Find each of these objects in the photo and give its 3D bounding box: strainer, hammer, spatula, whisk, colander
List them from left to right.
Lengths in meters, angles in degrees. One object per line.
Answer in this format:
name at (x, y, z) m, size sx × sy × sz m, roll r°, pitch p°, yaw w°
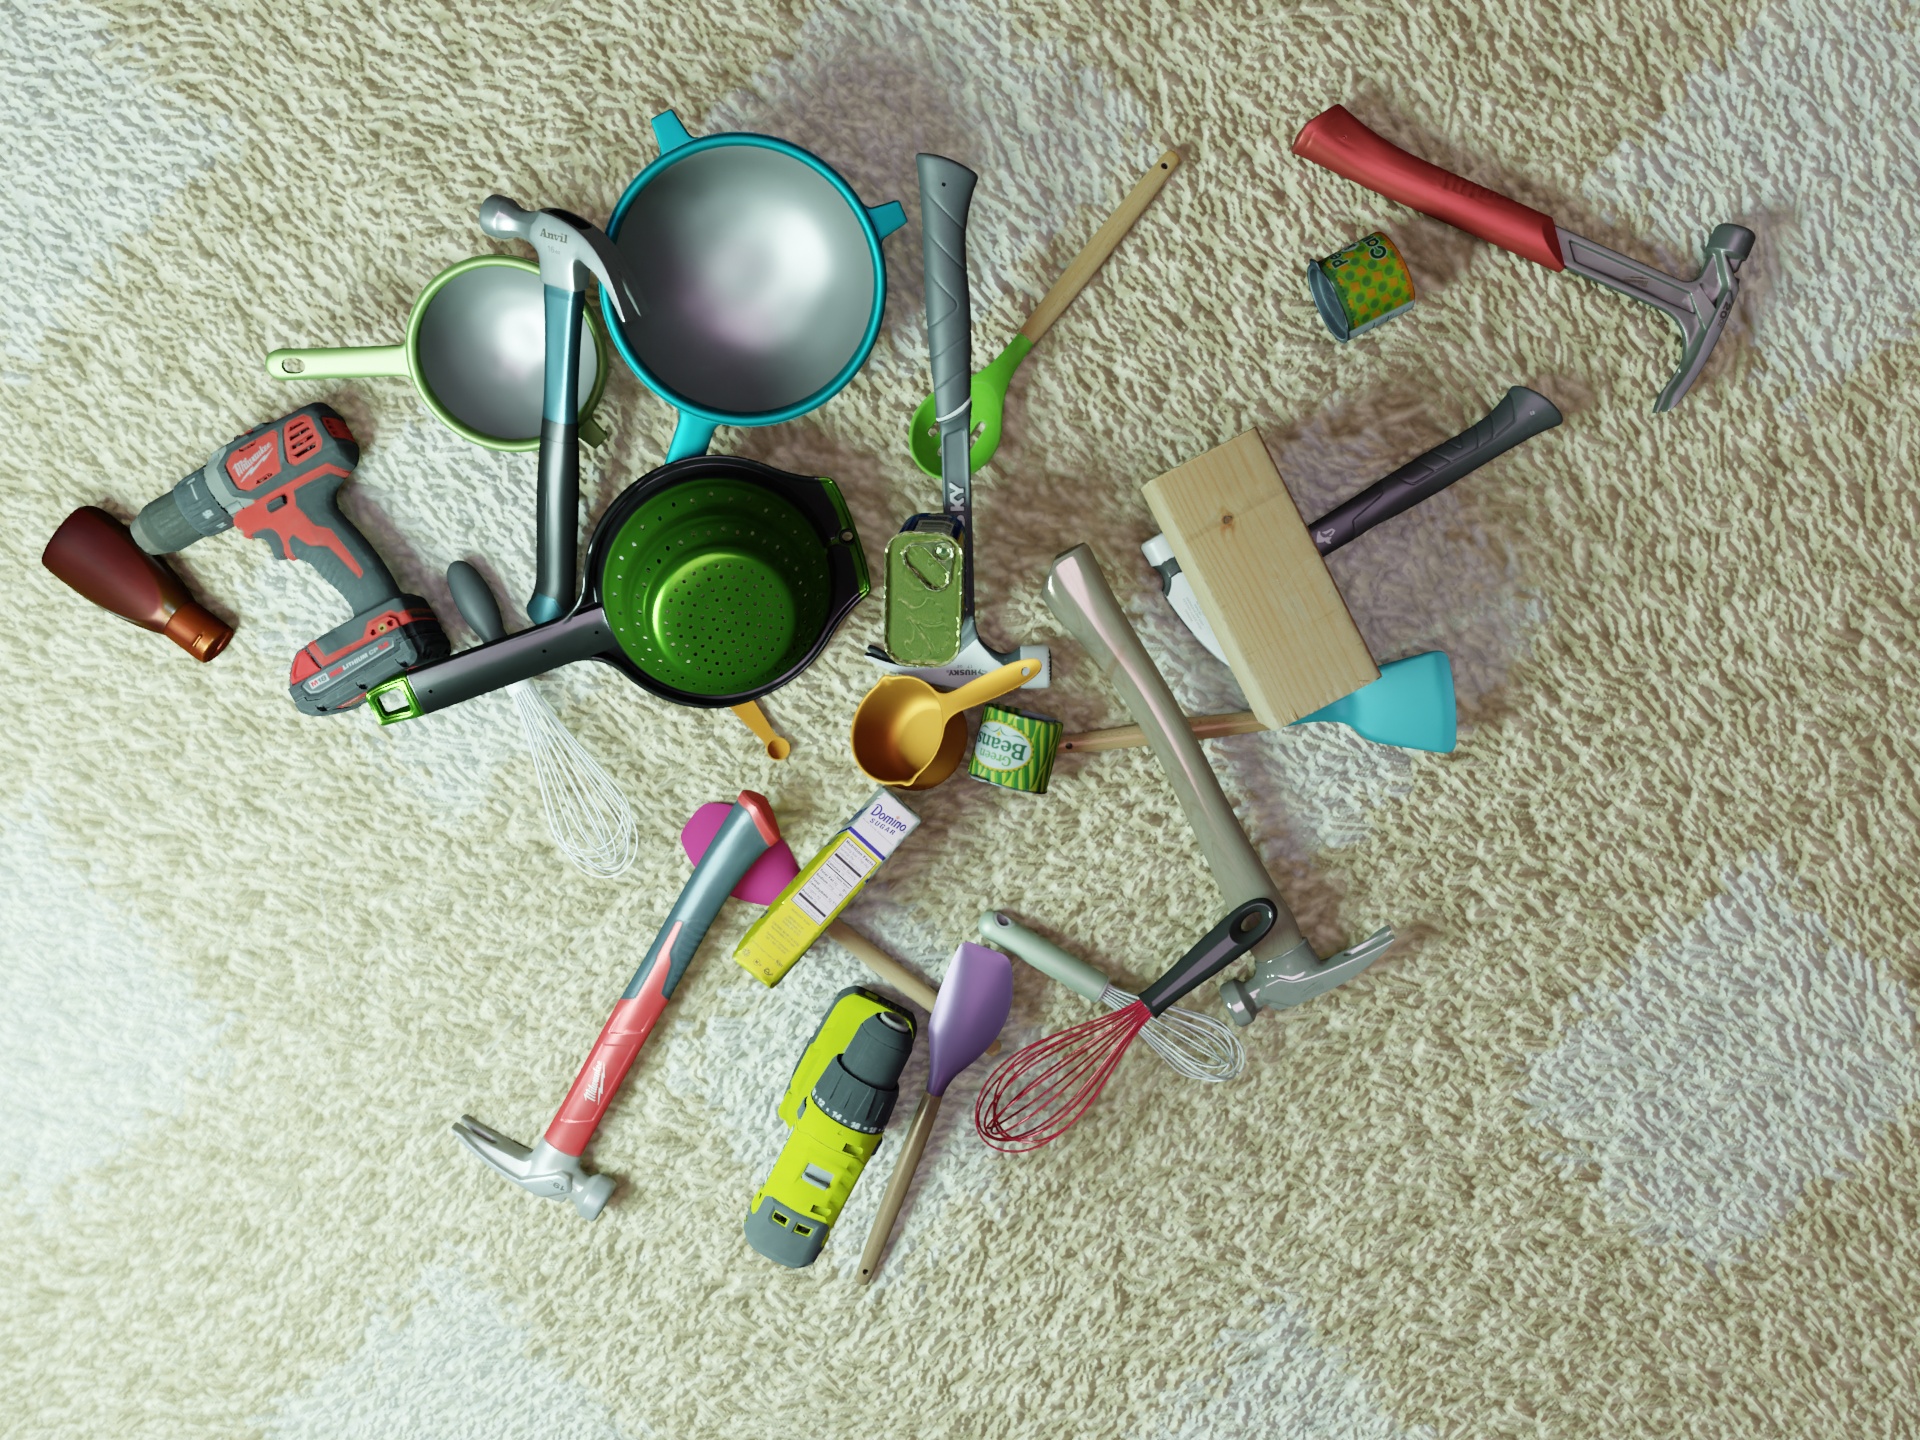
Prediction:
strainer at (-0.399, -0.286, 1.231) m, size 0.256 × 0.069 × 0.151 m, roll -3°, pitch 116°, yaw -2°
whisk at (-0.340, -0.003, 1.279) m, size 0.070 × 0.070 × 0.284 m, roll -27°, pitch 91°, yaw 4°
hammer at (-0.304, -0.216, 1.202) m, size 0.128 × 0.033 × 0.330 m, roll 19°, pitch 121°, yaw 15°
colander at (-0.258, -0.063, 1.202) m, size 0.397 × 0.095 × 0.204 m, roll -20°, pitch 116°, yaw -4°
hammer at (-0.270, 0.218, 1.299) m, size 0.143 × 0.038 × 0.386 m, roll 30°, pitch 99°, yaw -1°
strainer at (-0.187, -0.281, 1.229) m, size 0.211 × 0.095 × 0.340 m, roll 17°, pitch 111°, yaw -15°
spatula at (-0.028, 0.330, 1.314) m, size 0.060 × 0.018 × 0.316 m, roll 21°, pitch 101°, yaw 1°
hammer at (-0.009, -0.218, 1.215) m, size 0.149 × 0.036 × 0.408 m, roll -1°, pitch 109°, yaw 4°
whisk at (0.122, 0.224, 1.298) m, size 0.246 × 0.058 × 0.059 m, roll 30°, pitch 123°, yaw 2°
whisk at (0.131, 0.236, 1.249) m, size 0.296 × 0.073 × 0.073 m, roll -39°, pitch 94°, yaw 1°
hammer at (0.191, 0.041, 1.256) m, size 0.146 × 0.038 × 0.410 m, roll -28°, pitch 99°, yaw 11°
spatula at (0.230, 0.002, 1.271) m, size 0.317 × 0.044 × 0.082 m, roll -8°, pitch 101°, yaw 3°
hammer at (0.321, -0.159, 1.256) m, size 0.335 × 0.035 × 0.146 m, roll -30°, pitch 94°, yaw 4°
hammer at (0.422, -0.373, 1.229) m, size 0.359 × 0.037 × 0.149 m, roll 23°, pitch 96°, yaw -2°

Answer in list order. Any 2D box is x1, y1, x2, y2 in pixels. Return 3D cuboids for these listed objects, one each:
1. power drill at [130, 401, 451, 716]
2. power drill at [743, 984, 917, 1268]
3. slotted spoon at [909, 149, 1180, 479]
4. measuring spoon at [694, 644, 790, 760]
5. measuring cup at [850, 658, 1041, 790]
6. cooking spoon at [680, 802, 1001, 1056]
power drill at (-0.531, -0.116, 1.259) m, size 0.188 × 0.080 × 0.226 m, roll -27°, pitch 92°, yaw 4°
power drill at (-0.087, 0.286, 1.215) m, size 0.080 × 0.228 × 0.190 m, roll 27°, pitch 96°, yaw -2°
slotted spoon at (0.069, -0.318, 1.248) m, size 0.070 × 0.031 × 0.314 m, roll 39°, pitch 94°, yaw -3°
measuring spoon at (-0.179, -0.015, 1.296) m, size 0.021 × 0.011 × 0.117 m, roll -39°, pitch 91°, yaw -6°
measuring cup at (-0.002, -0.004, 1.244) m, size 0.173 × 0.052 × 0.095 m, roll -25°, pitch 65°, yaw 22°
cooking spoon at (-0.095, 0.177, 1.309) m, size 0.319 × 0.017 × 0.069 m, roll 37°, pitch 95°, yaw -2°
